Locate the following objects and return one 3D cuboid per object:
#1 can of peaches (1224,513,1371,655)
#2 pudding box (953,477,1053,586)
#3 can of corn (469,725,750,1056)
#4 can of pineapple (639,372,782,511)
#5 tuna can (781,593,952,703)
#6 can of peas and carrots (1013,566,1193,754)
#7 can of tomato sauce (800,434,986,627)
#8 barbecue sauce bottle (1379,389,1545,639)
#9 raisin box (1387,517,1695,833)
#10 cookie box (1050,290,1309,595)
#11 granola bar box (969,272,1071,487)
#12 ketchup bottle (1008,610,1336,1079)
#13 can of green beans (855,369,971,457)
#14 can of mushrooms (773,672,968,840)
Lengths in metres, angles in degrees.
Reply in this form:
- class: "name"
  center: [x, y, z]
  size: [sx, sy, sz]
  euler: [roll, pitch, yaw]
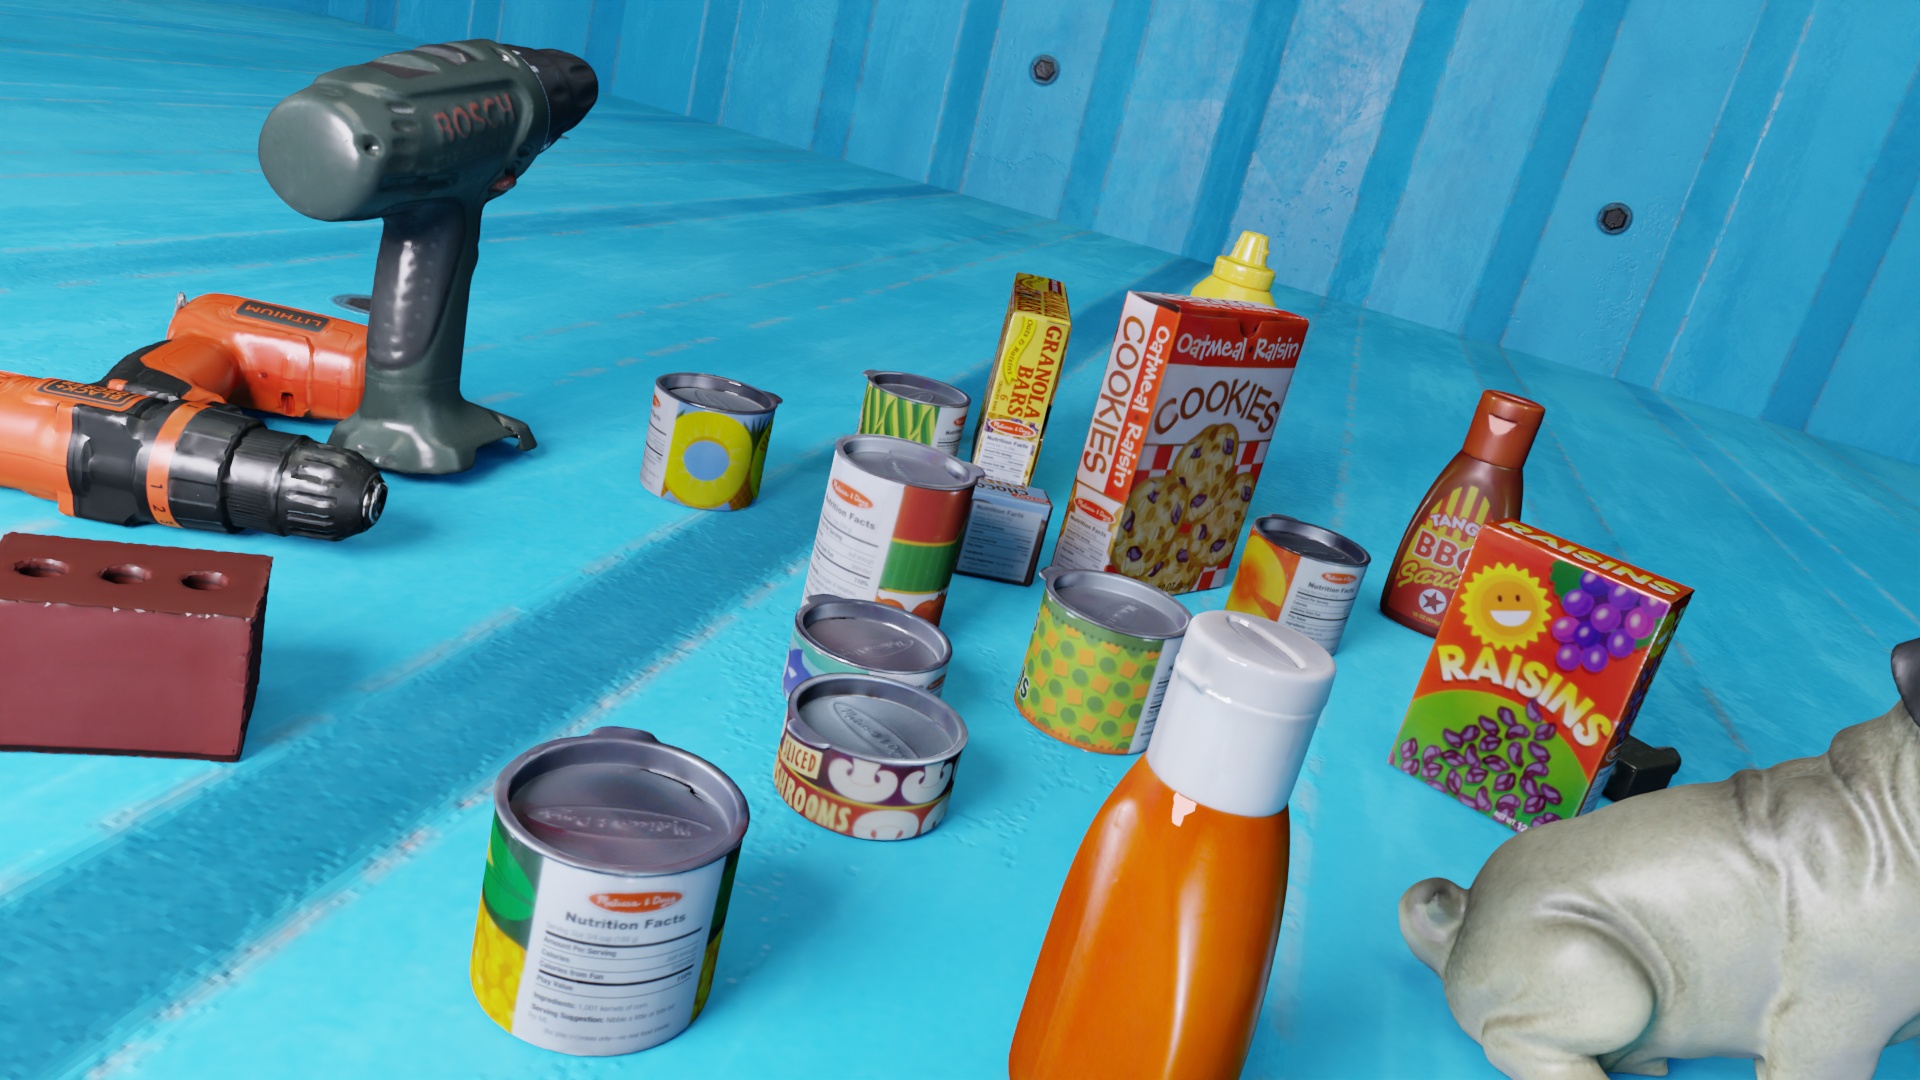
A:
- class: "can of peaches"
  center: [0.185, 0.025, 0.770]
  size: [0.071, 0.057, 0.071]
  euler: [13, 19, -4]
- class: "pudding box"
  center: [0.003, -0.009, 0.745]
  size: [0.084, 0.049, 0.030]
  euler: [11, 19, -11]
- class: "can of corn"
  center: [-0.095, 0.093, 0.377]
  size: [0.071, 0.058, 0.071]
  euler: [13, 19, -4]
- class: "can of pineapple"
  center: [-0.136, -0.054, 0.757]
  size: [0.071, 0.057, 0.071]
  euler: [13, 19, -4]
- class: "tuna can"
  center: [-0.041, 0.051, 0.572]
  size: [0.071, 0.032, 0.071]
  euler: [13, 19, -4]
- class: "can of peas and carrots"
  center: [0.059, 0.051, 0.604]
  size: [0.071, 0.058, 0.071]
  euler: [13, 19, -4]
- class: "can of tomato sauce"
  center: [-0.032, 0.001, 0.640]
  size: [0.071, 0.082, 0.071]
  euler: [13, 19, -4]
- class: "barbecue sauce bottle"
  center: [0.304, -0.015, 0.827]
  size: [0.065, 0.148, 0.044]
  euler: [24, 21, 26]
- class: "raisin box"
  center: [0.255, 0.062, 0.617]
  size: [0.086, 0.123, 0.040]
  euler: [28, 23, 35]
- class: "cookie box"
  center: [0.121, -0.050, 0.766]
  size: [0.123, 0.166, 0.040]
  euler: [-6, 27, -45]
- class: "granola bar box"
  center: [0.039, -0.102, 0.917]
  size: [0.039, 0.123, 0.166]
  euler: [14, 19, -2]
- class: "ketchup bottle"
  center: [0.054, 0.091, 0.352]
  size: [0.043, 0.148, 0.065]
  euler: [4, 22, -29]
- class: "can of green beans"
  center: [-0.032, -0.069, 0.873]
  size: [0.071, 0.057, 0.071]
  euler: [13, 19, -4]
- class: "can of mushrooms"
  center: [-0.035, 0.077, 0.502]
  size: [0.071, 0.033, 0.071]
  euler: [13, 19, -4]
